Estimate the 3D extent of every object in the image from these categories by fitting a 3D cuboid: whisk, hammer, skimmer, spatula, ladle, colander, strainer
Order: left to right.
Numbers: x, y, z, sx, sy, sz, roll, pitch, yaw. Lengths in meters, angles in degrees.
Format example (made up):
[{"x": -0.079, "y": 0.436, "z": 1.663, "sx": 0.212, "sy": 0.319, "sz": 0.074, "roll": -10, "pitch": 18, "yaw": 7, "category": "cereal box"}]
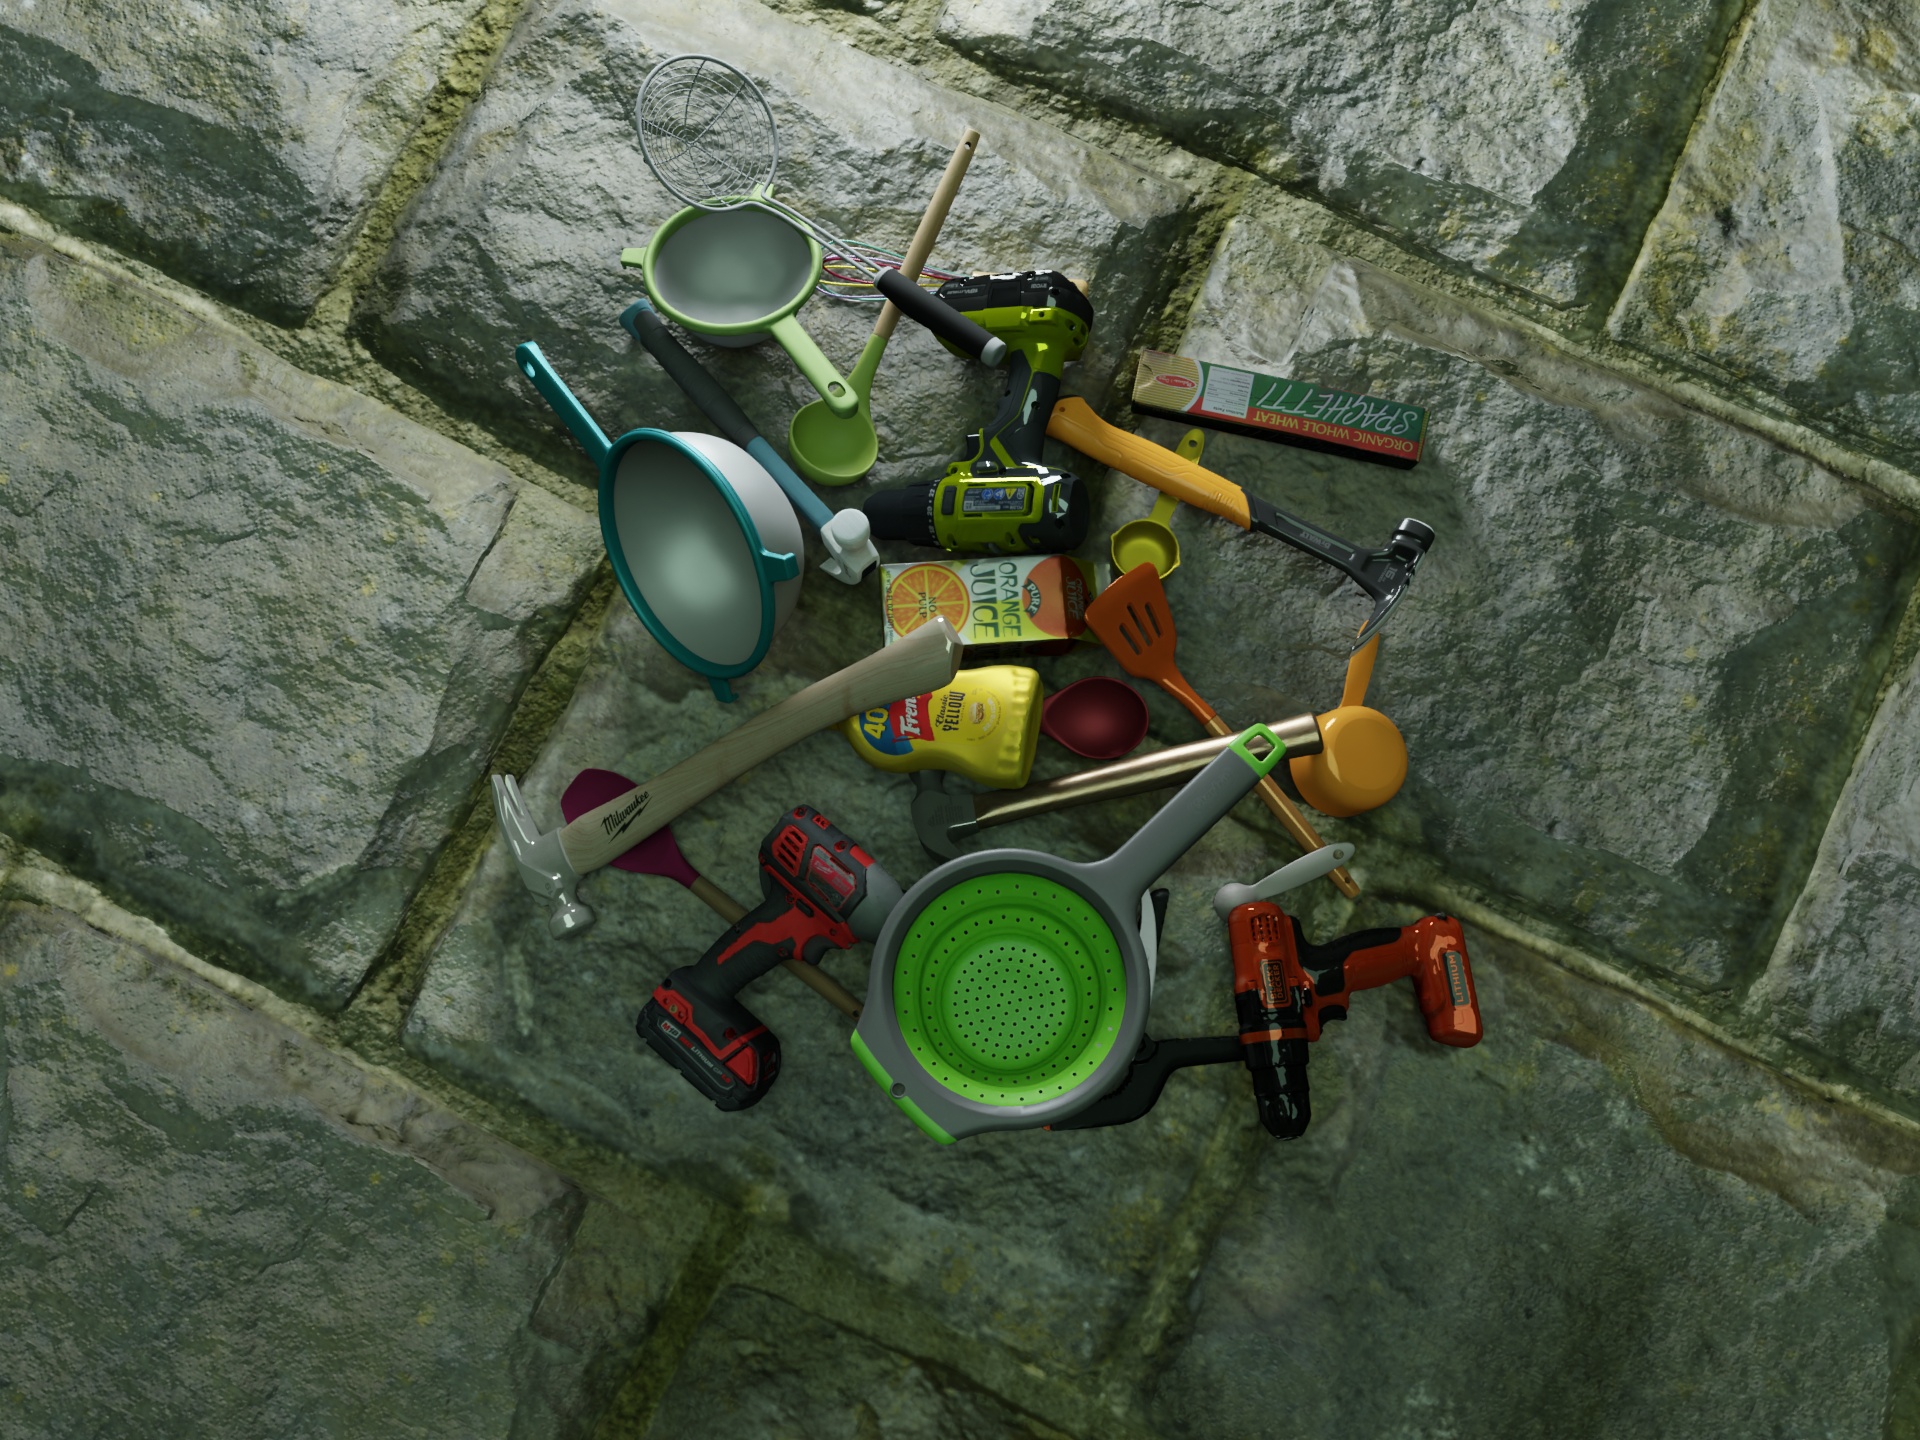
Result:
[{"x": -0.233, "y": -0.194, "z": 1.301, "sx": 0.095, "sy": 0.211, "sz": 0.340, "roll": -30, "pitch": 74, "yaw": -37, "category": "strainer"}, {"x": -0.186, "y": 0.020, "z": 1.265, "sx": 0.410, "sy": 0.038, "sz": 0.146, "roll": -29, "pitch": 82, "yaw": 12, "category": "hammer"}, {"x": -0.179, "y": -0.238, "z": 1.327, "sx": 0.033, "sy": 0.128, "sz": 0.331, "roll": -39, "pitch": 74, "yaw": -10, "category": "hammer"}, {"x": -0.161, "y": -0.331, "z": 1.339, "sx": 0.151, "sy": 0.069, "sz": 0.256, "roll": -32, "pitch": 69, "yaw": -15, "category": "strainer"}, {"x": -0.109, "y": -0.409, "z": 1.289, "sx": 0.363, "sy": 0.090, "sz": 0.127, "roll": 37, "pitch": 66, "yaw": 15, "category": "skimmer"}, {"x": -0.055, "y": -0.346, "z": 1.330, "sx": 0.078, "sy": 0.062, "sz": 0.320, "roll": 24, "pitch": 96, "yaw": -11, "category": "ladle"}, {"x": -0.012, "y": -0.382, "z": 1.377, "sx": 0.245, "sy": 0.047, "sz": 0.051, "roll": 3, "pitch": 93, "yaw": -3, "category": "whisk"}, {"x": -0.004, "y": 0.158, "z": 1.279, "sx": 0.335, "sy": 0.035, "sz": 0.146, "roll": 14, "pitch": 76, "yaw": 9, "category": "hammer"}, {"x": -0.002, "y": -0.004, "z": 1.324, "sx": 0.315, "sy": 0.031, "sz": 0.069, "roll": 1, "pitch": 92, "yaw": 3, "category": "ladle"}, {"x": 0.096, "y": 0.151, "z": 1.207, "sx": 0.397, "sy": 0.094, "sz": 0.205, "roll": -42, "pitch": 75, "yaw": -11, "category": "colander"}, {"x": 0.123, "y": 0.049, "z": 1.267, "sx": 0.331, "sy": 0.031, "sz": 0.130, "roll": -13, "pitch": 56, "yaw": 5, "category": "hammer"}, {"x": 0.213, "y": -0.178, "z": 1.316, "sx": 0.337, "sy": 0.034, "sz": 0.127, "roll": 29, "pitch": 70, "yaw": 14, "category": "hammer"}, {"x": 0.223, "y": 0.017, "z": 1.304, "sx": 0.081, "sy": 0.041, "sz": 0.322, "roll": -38, "pitch": 87, "yaw": -20, "category": "spatula"}]

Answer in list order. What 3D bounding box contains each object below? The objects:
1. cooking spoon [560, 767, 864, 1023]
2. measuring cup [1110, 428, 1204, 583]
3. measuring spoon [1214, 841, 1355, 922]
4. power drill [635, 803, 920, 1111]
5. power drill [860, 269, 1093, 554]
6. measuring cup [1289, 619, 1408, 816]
[{"x": -0.198, "y": 0.149, "z": 1.307, "sx": 0.319, "sy": 0.017, "sz": 0.069, "roll": 38, "pitch": 90, "yaw": 6, "category": "cooking spoon"}, {"x": 0.174, "y": -0.180, "z": 1.354, "sx": 0.062, "sy": 0.029, "sz": 0.156, "roll": 23, "pitch": 70, "yaw": 7, "category": "measuring cup"}, {"x": 0.264, "y": 0.130, "z": 1.290, "sx": 0.124, "sy": 0.018, "sz": 0.034, "roll": -28, "pitch": 94, "yaw": 9, "category": "measuring spoon"}, {"x": -0.138, "y": 0.190, "z": 1.244, "sx": 0.143, "sy": 0.078, "sz": 0.219, "roll": 39, "pitch": 97, "yaw": 9, "category": "power drill"}, {"x": 0.018, "y": -0.247, "z": 1.319, "sx": 0.190, "sy": 0.080, "sz": 0.229, "roll": 2, "pitch": 77, "yaw": 24, "category": "power drill"}, {"x": 0.329, "y": -0.008, "z": 1.300, "sx": 0.095, "sy": 0.052, "sz": 0.174, "roll": 19, "pitch": 76, "yaw": -10, "category": "measuring cup"}]
